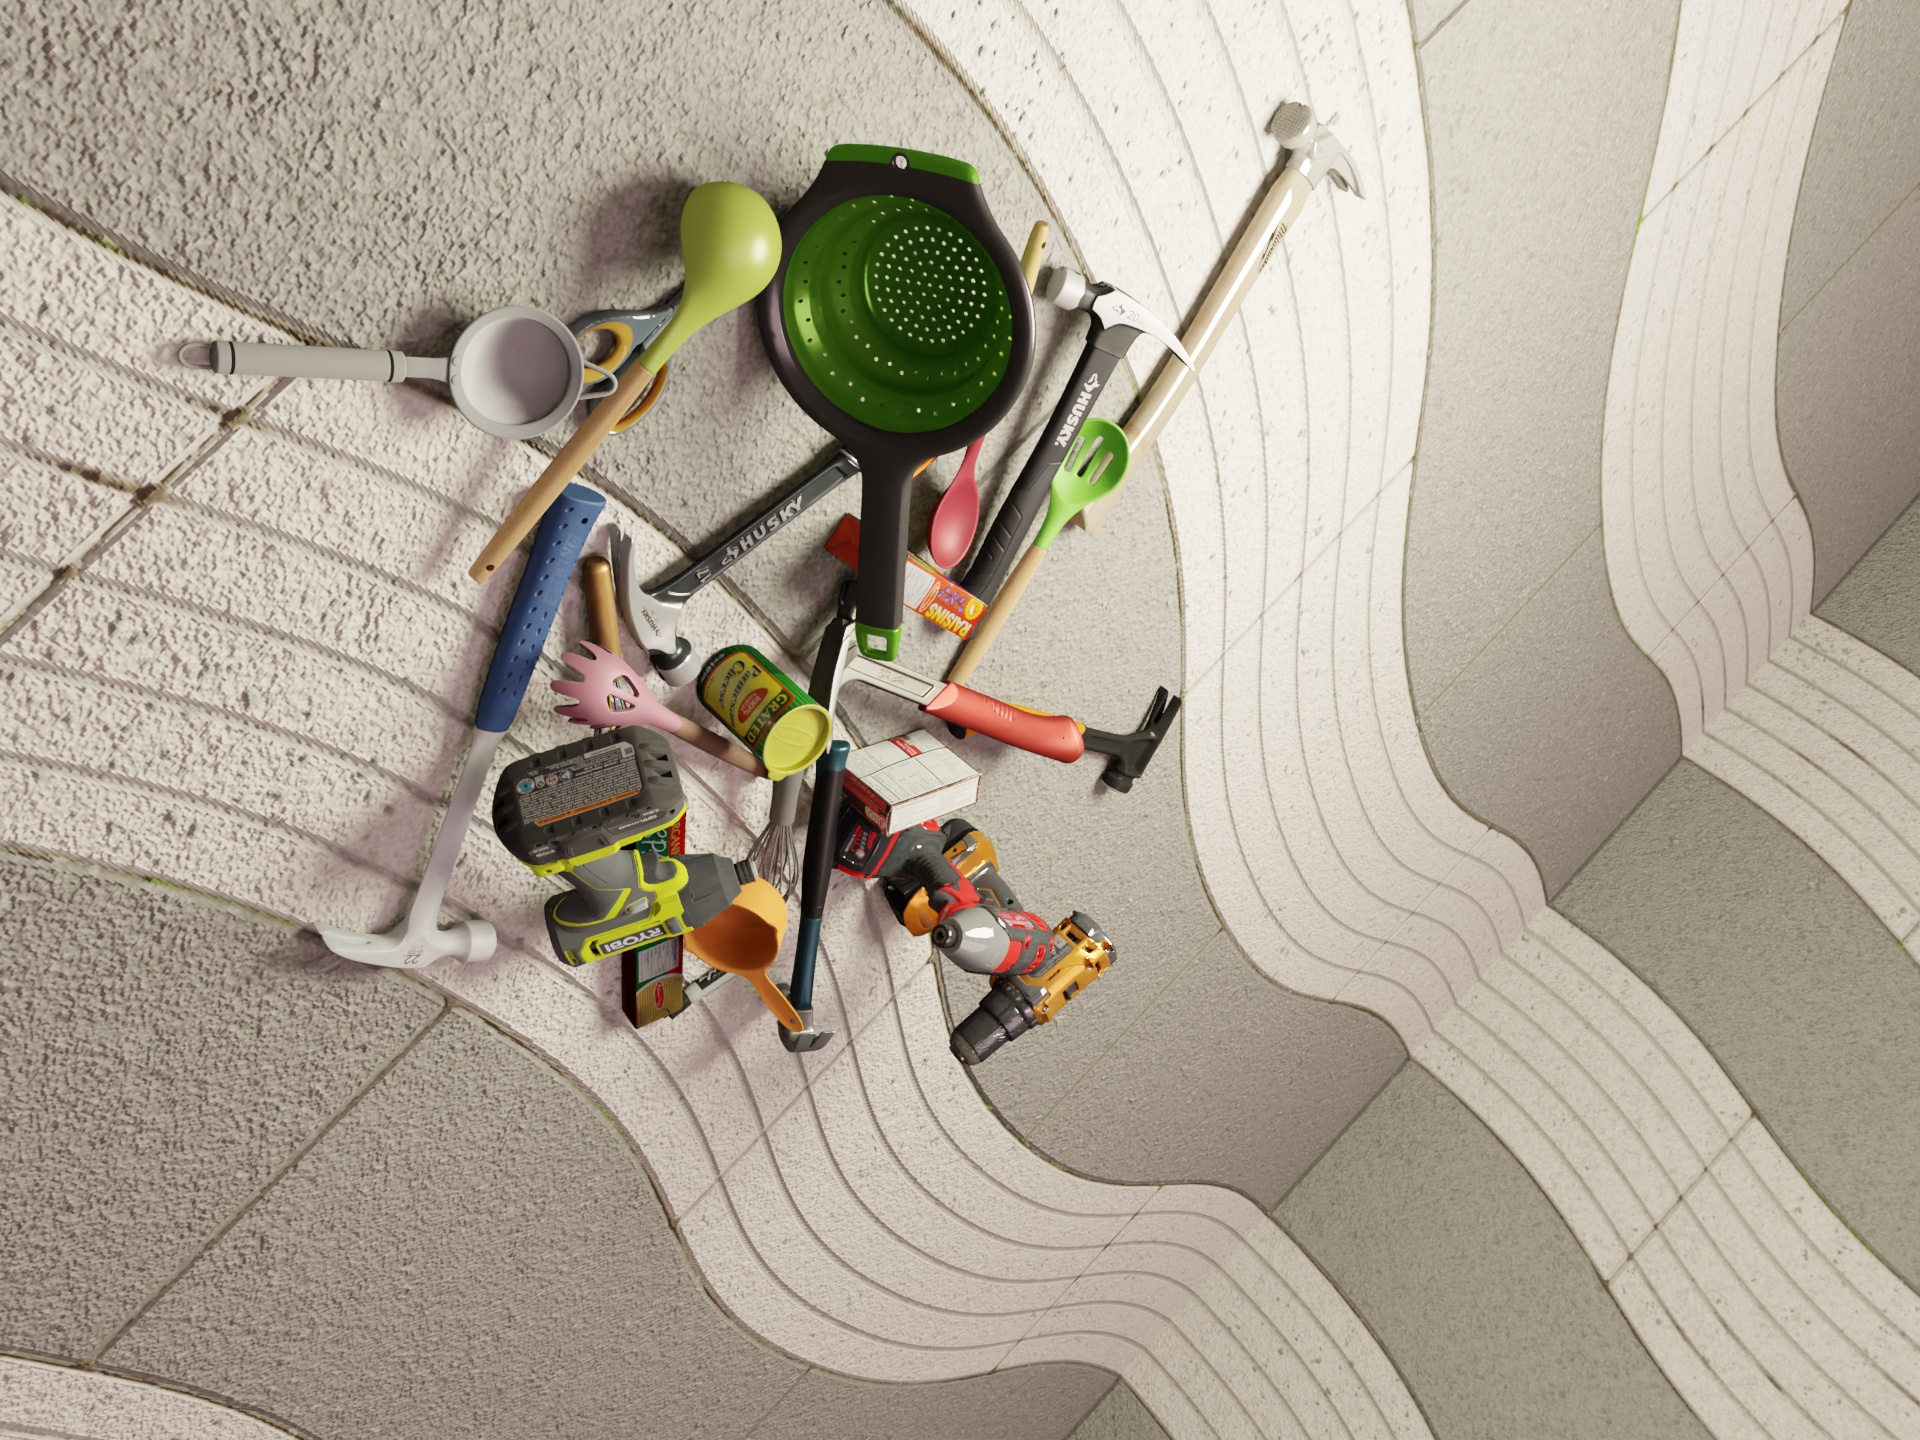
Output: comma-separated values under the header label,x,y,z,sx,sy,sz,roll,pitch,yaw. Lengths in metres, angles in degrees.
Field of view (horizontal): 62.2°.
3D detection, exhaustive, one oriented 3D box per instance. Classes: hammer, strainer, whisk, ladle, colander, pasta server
label,x,y,z,sx,sy,sz,roll,pitch,yaw
hammer,-0.352,0.014,1.165,0.144,0.035,0.405,4,118,-48
strainer,-0.339,-0.218,0.974,0.258,0.050,0.086,-6,119,-37
hammer,0.074,-0.216,1.388,0.146,0.035,0.334,17,114,-25
whisk,-0.270,-0.019,1.228,0.047,0.051,0.244,-44,145,-46
ladle,-0.232,-0.222,1.065,0.320,0.062,0.078,-48,142,9
ladle,0.022,-0.255,1.278,0.069,0.031,0.315,-37,155,-44
colander,-0.042,-0.231,1.186,0.094,0.204,0.396,-61,160,-54
whisk,-0.161,0.084,1.403,0.055,0.055,0.238,-19,138,-35
hammer,0.105,0.005,1.642,0.336,0.034,0.127,10,114,-50
hammer,-0.002,-0.005,1.455,0.358,0.037,0.149,22,79,-49
pasta server,-0.222,0.007,1.264,0.060,0.040,0.316,-71,159,-8
hammer,-0.138,0.165,1.480,0.033,0.128,0.330,-1,115,-22
hammer,0.227,-0.349,1.461,0.146,0.038,0.410,18,107,-53
hammer,-0.101,-0.199,1.248,0.409,0.036,0.149,-40,142,-15

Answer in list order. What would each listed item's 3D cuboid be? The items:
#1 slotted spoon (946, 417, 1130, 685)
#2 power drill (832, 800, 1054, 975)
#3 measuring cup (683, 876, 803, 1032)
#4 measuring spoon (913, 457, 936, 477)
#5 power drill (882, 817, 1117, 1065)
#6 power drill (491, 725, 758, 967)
label,x,y,z,sx,sy,sz,roll,pitch,yaw
slotted spoon,0.058,-0.140,1.465,0.313,0.070,0.031,-58,-173,17
power drill,-0.025,0.157,1.478,0.143,0.220,0.078,14,110,-51
measuring cup,-0.180,0.208,1.432,0.095,0.052,0.173,-15,124,21
measuring spoon,-0.014,-0.240,1.326,0.117,0.011,0.021,-44,145,-3
power drill,0.016,0.221,1.572,0.185,0.226,0.084,-39,142,-15
power drill,-0.256,0.103,1.232,0.171,0.080,0.223,-18,148,-6
